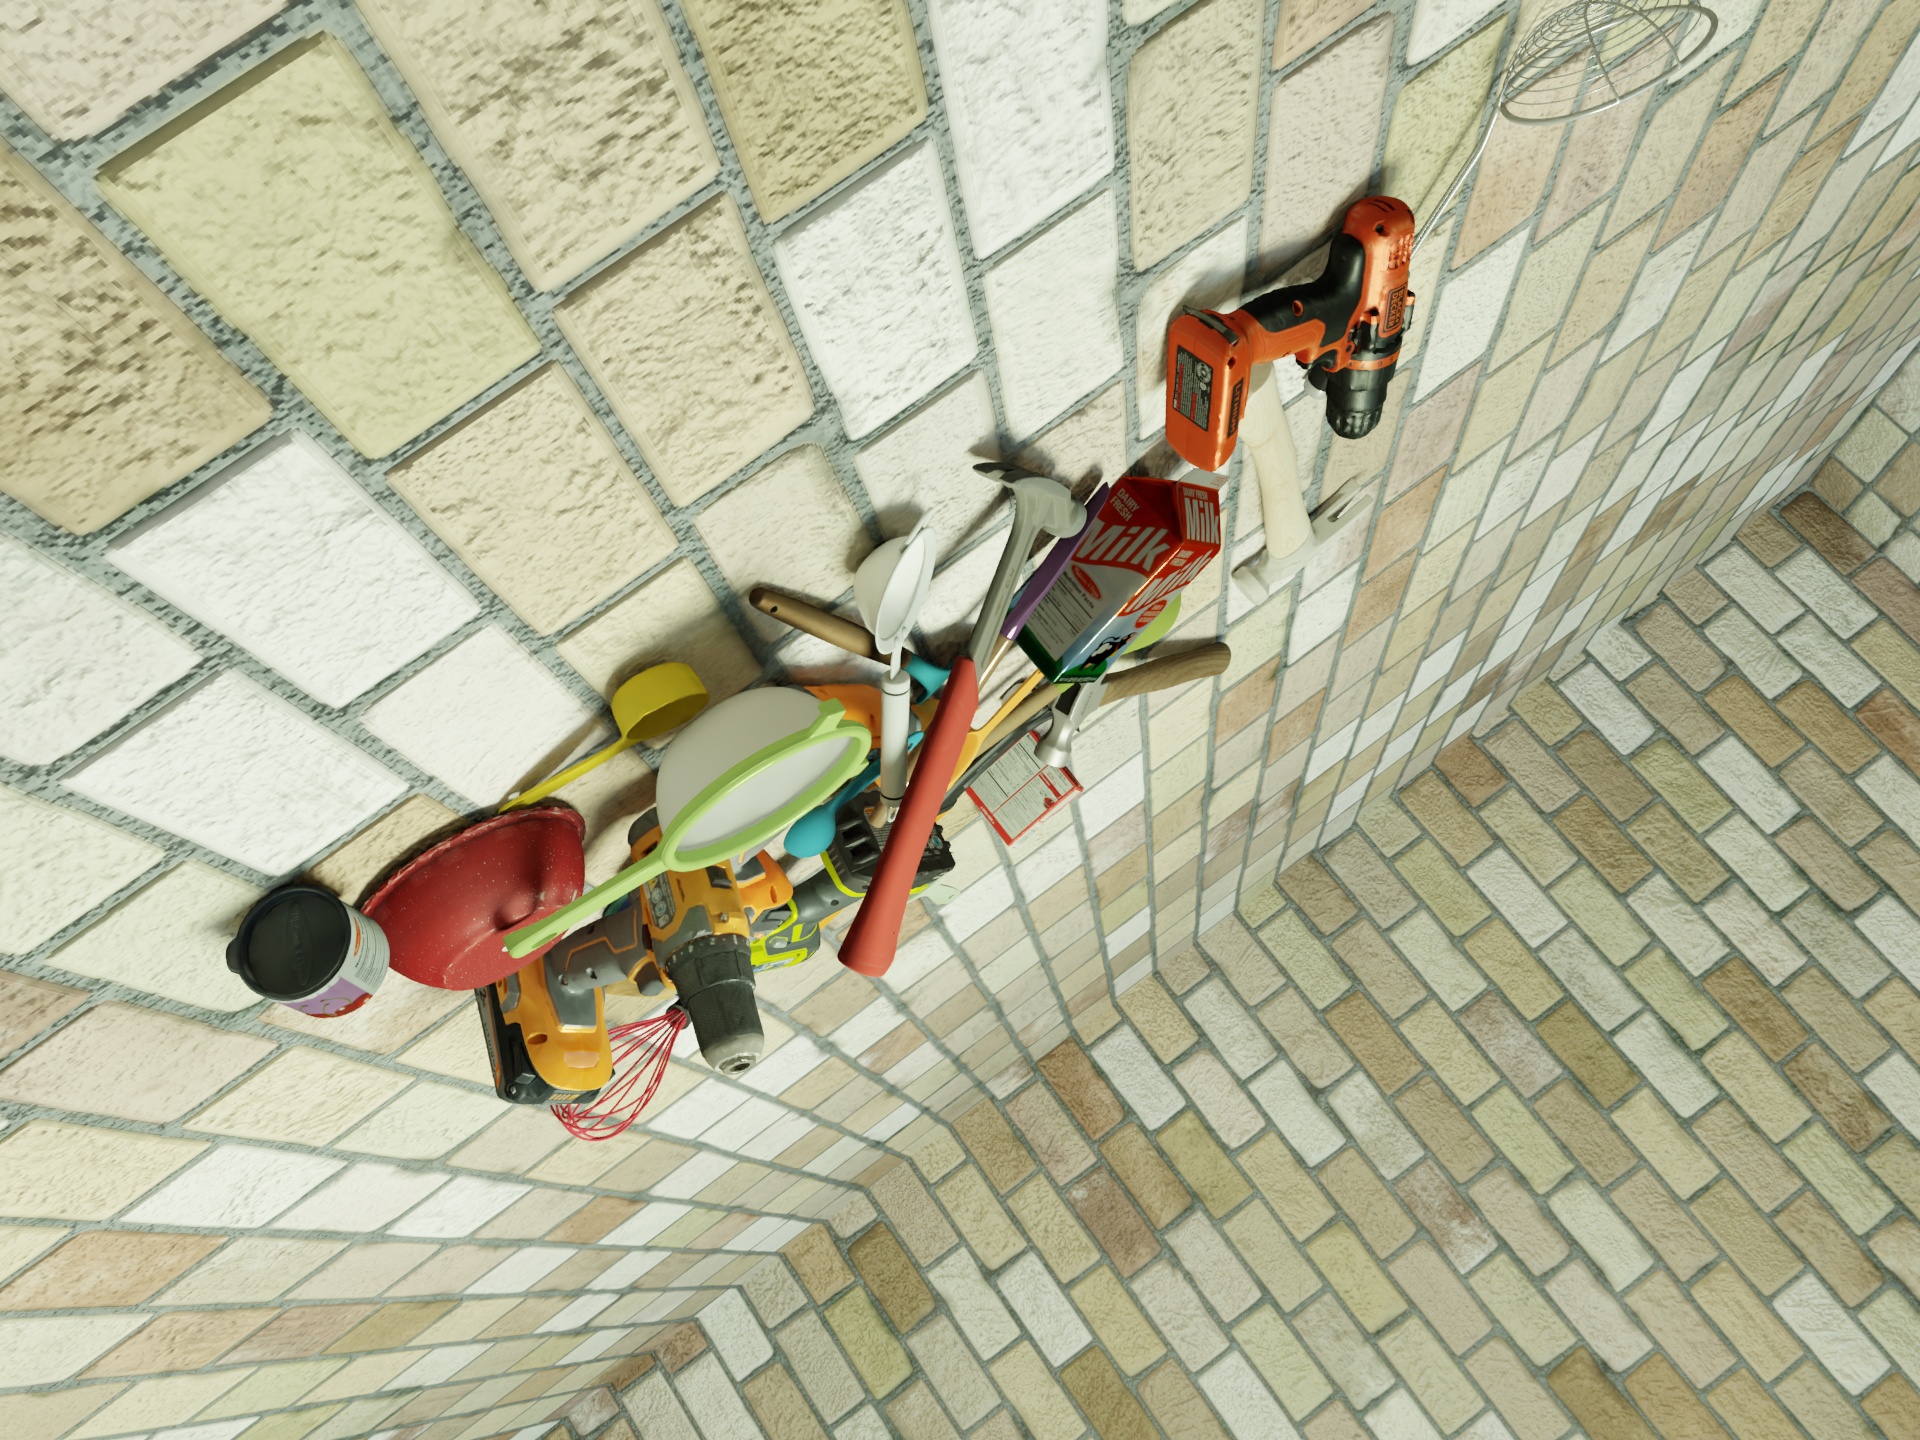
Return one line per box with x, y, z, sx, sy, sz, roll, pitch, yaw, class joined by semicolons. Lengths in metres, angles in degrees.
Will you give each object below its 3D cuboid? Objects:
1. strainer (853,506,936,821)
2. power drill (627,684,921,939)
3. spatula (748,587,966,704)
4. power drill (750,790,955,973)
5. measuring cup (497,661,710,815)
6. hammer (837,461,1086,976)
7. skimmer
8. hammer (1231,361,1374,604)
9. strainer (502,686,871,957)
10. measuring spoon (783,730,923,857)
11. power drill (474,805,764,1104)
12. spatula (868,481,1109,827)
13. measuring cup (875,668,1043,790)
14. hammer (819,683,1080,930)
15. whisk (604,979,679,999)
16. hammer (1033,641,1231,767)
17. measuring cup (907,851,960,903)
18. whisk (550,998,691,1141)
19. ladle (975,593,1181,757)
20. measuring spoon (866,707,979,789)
-0.045;-0.032;1.049;0.087;0.050;0.258;-53;153;-48;strainer
-0.125;0.064;1.163;0.226;0.084;0.164;-51;157;22;power drill
-0.060;-0.055;1.097;0.082;0.044;0.317;-42;156;13;spatula
-0.129;0.146;1.313;0.223;0.080;0.171;-36;162;27;power drill
-0.223;0.011;0.965;0.156;0.029;0.062;-30;170;13;measuring cup
-0.011;0.005;1.068;0.149;0.037;0.359;2;110;-67;hammer
0.354;-0.337;1.082;0.127;0.090;0.363;-63;-178;-38;skimmer
0.267;-0.207;1.303;0.146;0.038;0.410;-41;160;4;hammer
-0.179;0.053;0.983;0.256;0.069;0.151;-32;166;-5;strainer
-0.069;0.054;1.114;0.128;0.021;0.042;-40;156;-14;measuring spoon
-0.225;0.185;1.076;0.226;0.186;0.084;-37;149;27;power drill
0.020;-0.044;1.175;0.316;0.018;0.060;-55;-168;18;spatula
-0.002;-0.004;1.272;0.173;0.052;0.095;-44;161;-9;measuring cup
-0.035;0.092;1.447;0.337;0.034;0.127;-42;159;13;hammer
-0.247;0.240;1.399;0.047;0.051;0.244;-35;158;10;whisk
0.178;-0.043;1.485;0.331;0.031;0.130;-15;132;-57;hammer
-0.035;0.139;1.446;0.083;0.038;0.167;-38;159;4;measuring cup
-0.241;0.251;1.298;0.073;0.073;0.296;-48;177;26;whisk
0.052;-0.023;1.326;0.320;0.062;0.078;-37;-176;11;ladle
-0.033;0.021;1.330;0.117;0.011;0.021;-36;178;5;measuring spoon
